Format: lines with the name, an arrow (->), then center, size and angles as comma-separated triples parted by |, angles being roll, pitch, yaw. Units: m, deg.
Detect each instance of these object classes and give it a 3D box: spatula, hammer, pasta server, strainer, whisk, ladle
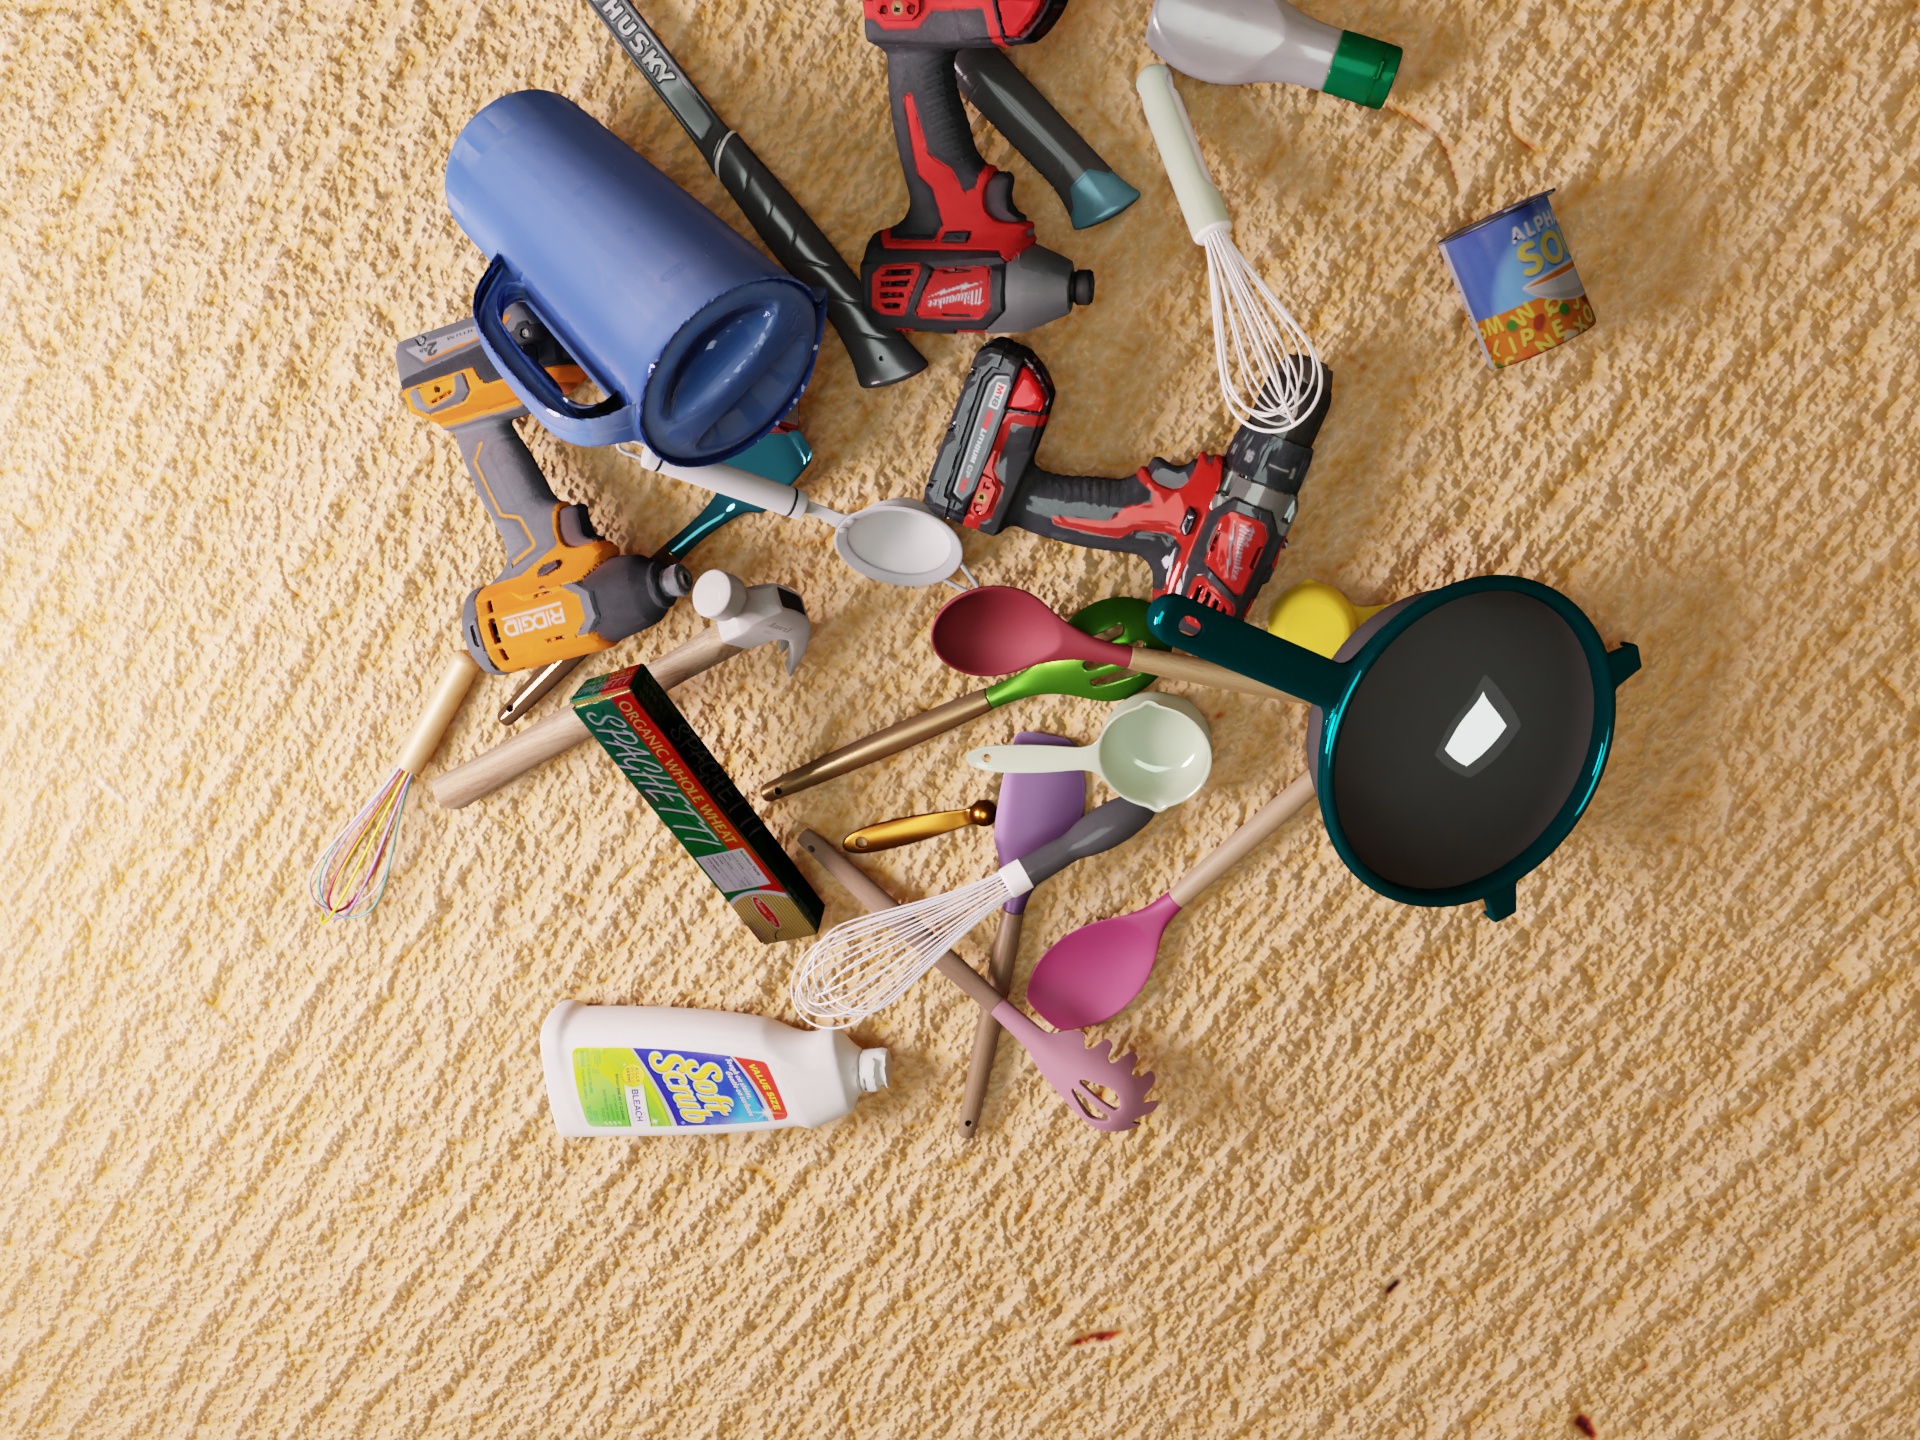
spatula -> -0.221, -0.102, 1.094 | 0.317, 0.044, 0.082 | -42, 75, 16
hammer -> -0.158, -0.381, 1.017 | 0.149, 0.036, 0.409 | -37, 97, 16
hammer -> -0.018, -0.430, 0.980 | 0.331, 0.033, 0.128 | 46, 108, -4
pasta server -> 0.008, 0.182, 1.128 | 0.316, 0.040, 0.060 | 40, 110, 8
strainer -> -0.098, -0.139, 1.024 | 0.258, 0.050, 0.087 | 16, 149, -27
spatula -> 0.035, 0.160, 1.138 | 0.060, 0.018, 0.315 | 12, 106, 2
whisk -> -0.416, 0.053, 1.174 | 0.051, 0.047, 0.245 | 34, 105, 1
whisk -> 0.010, 0.123, 1.089 | 0.284, 0.070, 0.070 | -30, 99, -2
hammer -> -0.241, -0.011, 1.102 | 0.331, 0.130, 0.031 | -26, 70, 26
whisk -> 0.155, -0.285, 0.950 | 0.059, 0.057, 0.246 | -23, 79, 24
strainer -> 0.241, -0.016, 0.973 | 0.340, 0.095, 0.211 | 20, 99, -24
ladle -> 0.136, -0.037, 1.035 | 0.315, 0.031, 0.069 | 11, 124, -6

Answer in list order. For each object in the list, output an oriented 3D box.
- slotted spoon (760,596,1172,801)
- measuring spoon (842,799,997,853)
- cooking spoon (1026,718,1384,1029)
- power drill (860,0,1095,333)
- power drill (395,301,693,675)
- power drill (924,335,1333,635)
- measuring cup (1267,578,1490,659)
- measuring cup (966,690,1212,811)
slotted spoon -> -0.002, -0.004, 1.096 | 0.314, 0.031, 0.070 | -22, 105, 16
measuring spoon -> -0.030, 0.078, 1.129 | 0.117, 0.011, 0.021 | -14, 102, 13
cooking spoon -> 0.168, 0.108, 1.101 | 0.068, 0.017, 0.319 | 44, 108, -6
power drill -> 0.011, -0.341, 0.946 | 0.143, 0.078, 0.219 | 5, 113, 12
power drill -> -0.271, -0.155, 1.054 | 0.164, 0.084, 0.226 | -12, 96, 20
power drill -> 0.110, -0.170, 1.007 | 0.226, 0.080, 0.188 | 22, 108, 0
measuring cup -> 0.278, -0.064, 1.029 | 0.156, 0.029, 0.062 | -5, 104, 12
measuring cup -> 0.088, 0.018, 1.080 | 0.167, 0.038, 0.083 | -1, 115, 16
